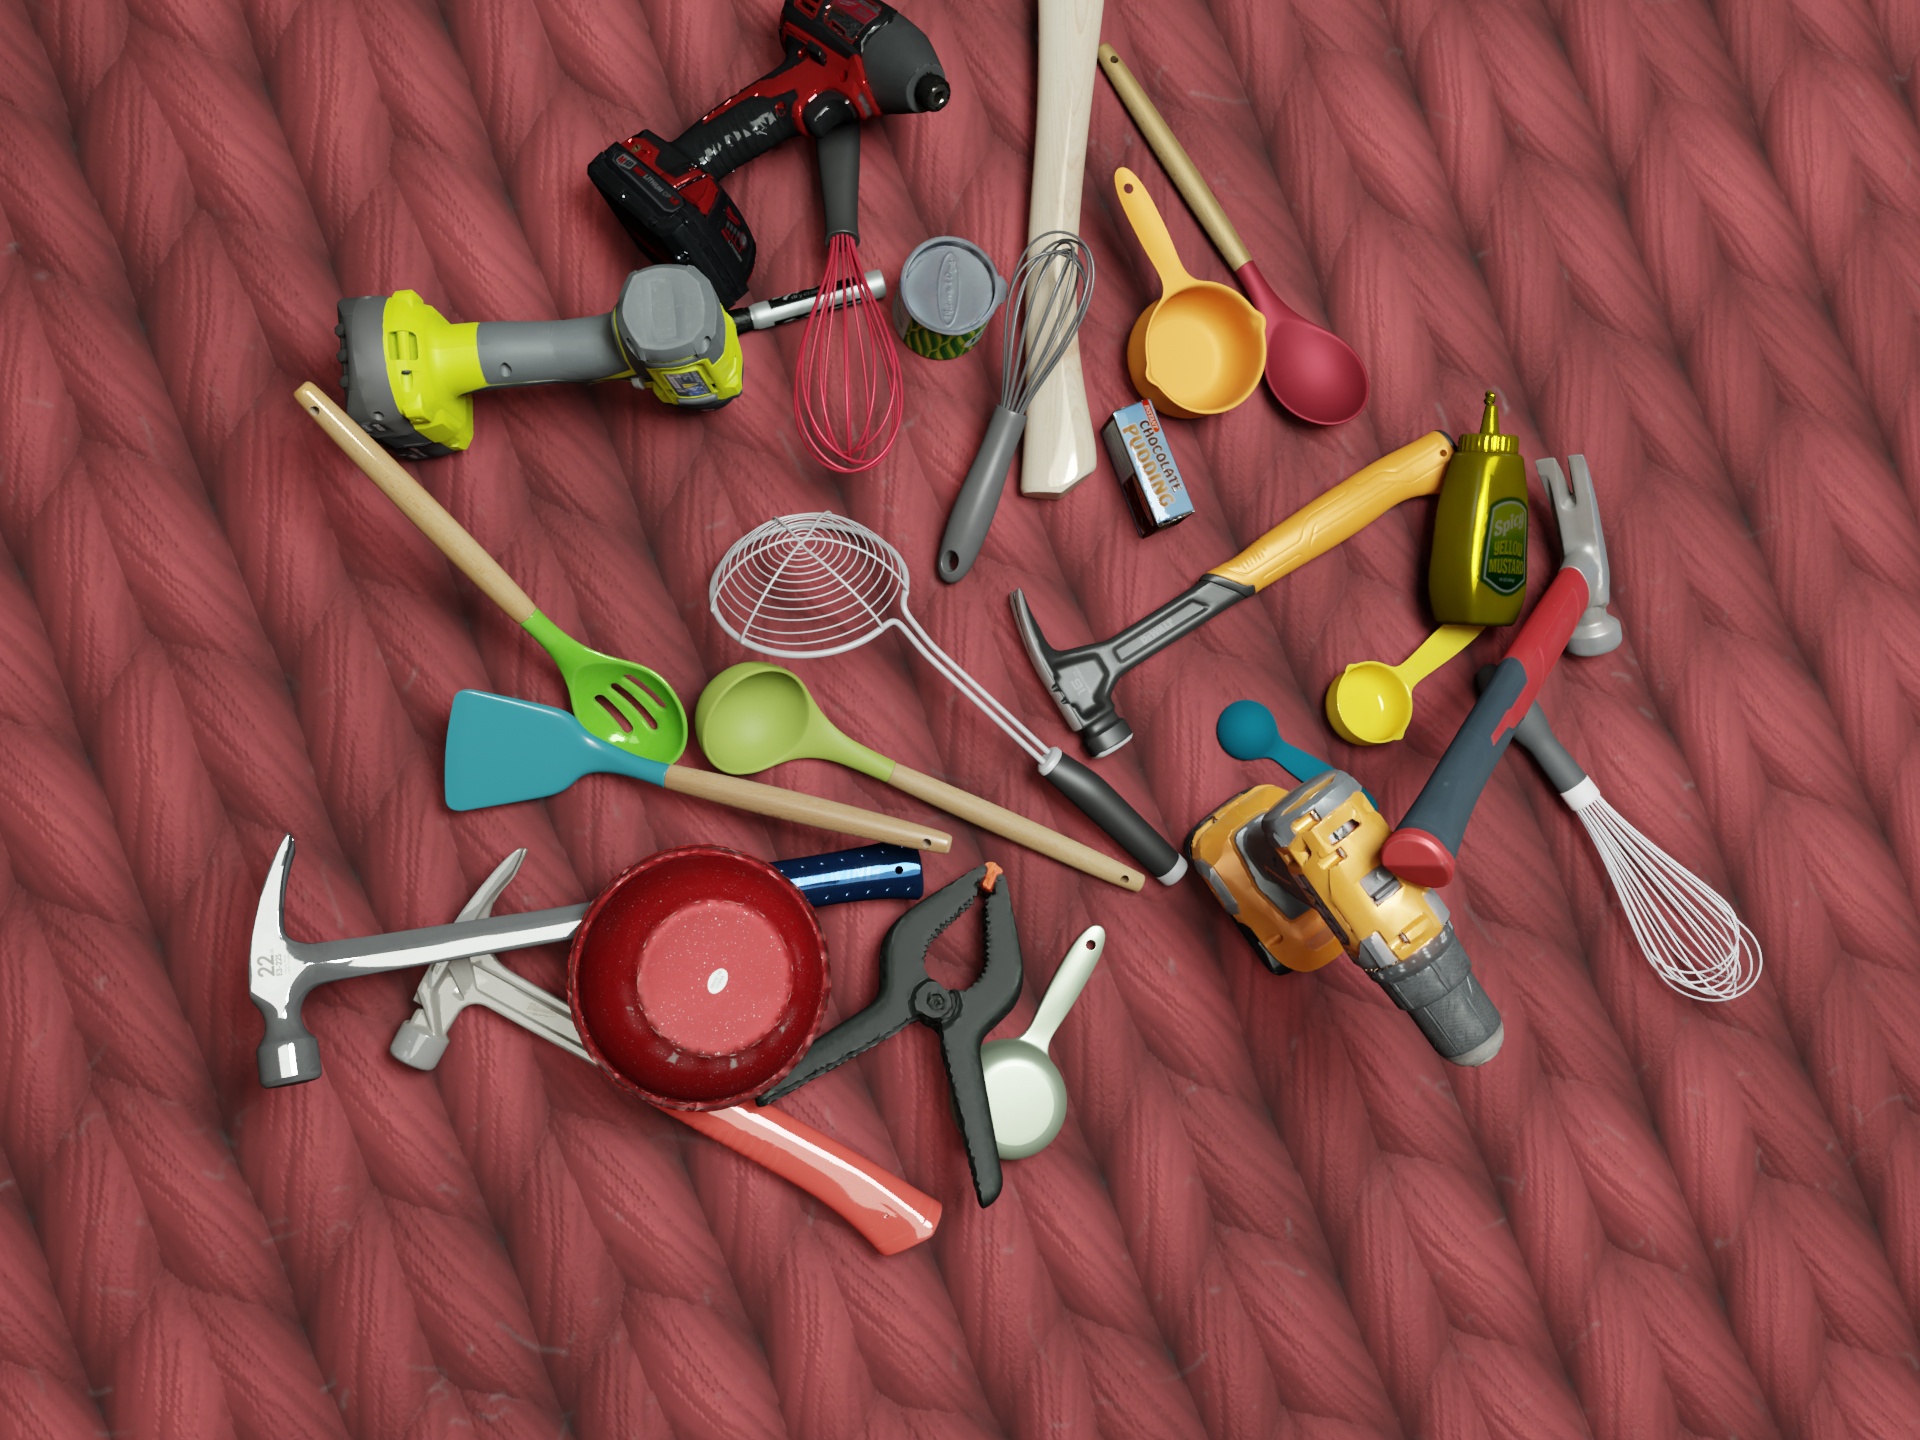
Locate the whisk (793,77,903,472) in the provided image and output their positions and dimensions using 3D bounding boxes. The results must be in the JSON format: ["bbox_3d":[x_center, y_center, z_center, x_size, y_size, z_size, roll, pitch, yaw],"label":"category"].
[{"bbox_3d":[-0.077,-0.295,1.035,0.073,0.073,0.296,-1,72,-8],"label":"whisk"}]

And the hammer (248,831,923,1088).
[{"bbox_3d":[-0.222,0.116,0.982,0.405,0.035,0.144,-8,79,-18],"label":"hammer"}]

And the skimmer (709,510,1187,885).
[{"bbox_3d":[-0.002,-0.003,1.051,0.363,0.090,0.127,42,50,-14],"label":"skimmer"}]

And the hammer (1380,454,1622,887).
[{"bbox_3d":[0.333,-0.031,0.971,0.386,0.038,0.143,-42,120,-45],"label":"hammer"}]

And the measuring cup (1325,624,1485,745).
[{"bbox_3d":[0.316,-0.038,1.111,0.156,0.029,0.062,-36,90,-21],"label":"measuring cup"}]

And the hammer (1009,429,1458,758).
[{"bbox_3d":[0.198,-0.112,1.090,0.337,0.034,0.127,-31,92,-9],"label":"hammer"}]

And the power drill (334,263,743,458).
[{"bbox_3d":[-0.248,-0.217,0.977,0.223,0.171,0.080,-6,87,0],"label":"power drill"}]

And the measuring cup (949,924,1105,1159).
[{"bbox_3d":[0.055,0.210,1.043,0.083,0.038,0.167,30,85,-5],"label":"measuring cup"}]

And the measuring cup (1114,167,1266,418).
[{"bbox_3d":[0.138,-0.286,1.075,0.095,0.052,0.173,-29,98,-12],"label":"measuring cup"}]

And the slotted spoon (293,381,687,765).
[{"bbox_3d":[-0.280,-0.083,0.967,0.070,0.031,0.313,-32,118,17],"label":"slotted spoon"}]

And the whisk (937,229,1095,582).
[{"bbox_3d":[0.030,-0.203,1.044,0.055,0.055,0.239,19,102,-6],"label":"whisk"}]

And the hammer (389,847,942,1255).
[{"bbox_3d":[-0.169,0.228,1.013,0.359,0.036,0.149,30,83,-4],"label":"hammer"}]

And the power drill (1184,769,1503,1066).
[{"bbox_3d":[0.235,0.120,0.980,0.084,0.226,0.185,-36,91,-8],"label":"power drill"}]

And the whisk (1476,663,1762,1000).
[{"bbox_3d":[0.449,0.077,1.104,0.070,0.070,0.284,-36,86,-9],"label":"whisk"}]

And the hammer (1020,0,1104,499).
[{"bbox_3d":[0.056,-0.357,1.082,0.146,0.038,0.411,3,88,3],"label":"hammer"}]

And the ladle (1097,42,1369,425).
[{"bbox_3d":[0.183,-0.338,1.109,0.069,0.031,0.315,-32,89,-13],"label":"ladle"}]

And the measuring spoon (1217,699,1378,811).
[{"bbox_3d":[0.235,0.029,1.090,0.128,0.021,0.042,32,83,-3],"label":"measuring spoon"}]

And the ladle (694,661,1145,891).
[{"bbox_3d":[-0.022,0.049,1.038,0.320,0.062,0.078,24,105,-9],"label":"ladle"}]

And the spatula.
[{"bbox_3d":[-0.162,0.046,0.994,0.317,0.044,0.082,13,109,4],"label":"spatula"}]

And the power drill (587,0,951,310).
[{"bbox_3d":[-0.114,-0.372,1.012,0.219,0.078,0.143,-43,59,-5],"label":"power drill"}]
